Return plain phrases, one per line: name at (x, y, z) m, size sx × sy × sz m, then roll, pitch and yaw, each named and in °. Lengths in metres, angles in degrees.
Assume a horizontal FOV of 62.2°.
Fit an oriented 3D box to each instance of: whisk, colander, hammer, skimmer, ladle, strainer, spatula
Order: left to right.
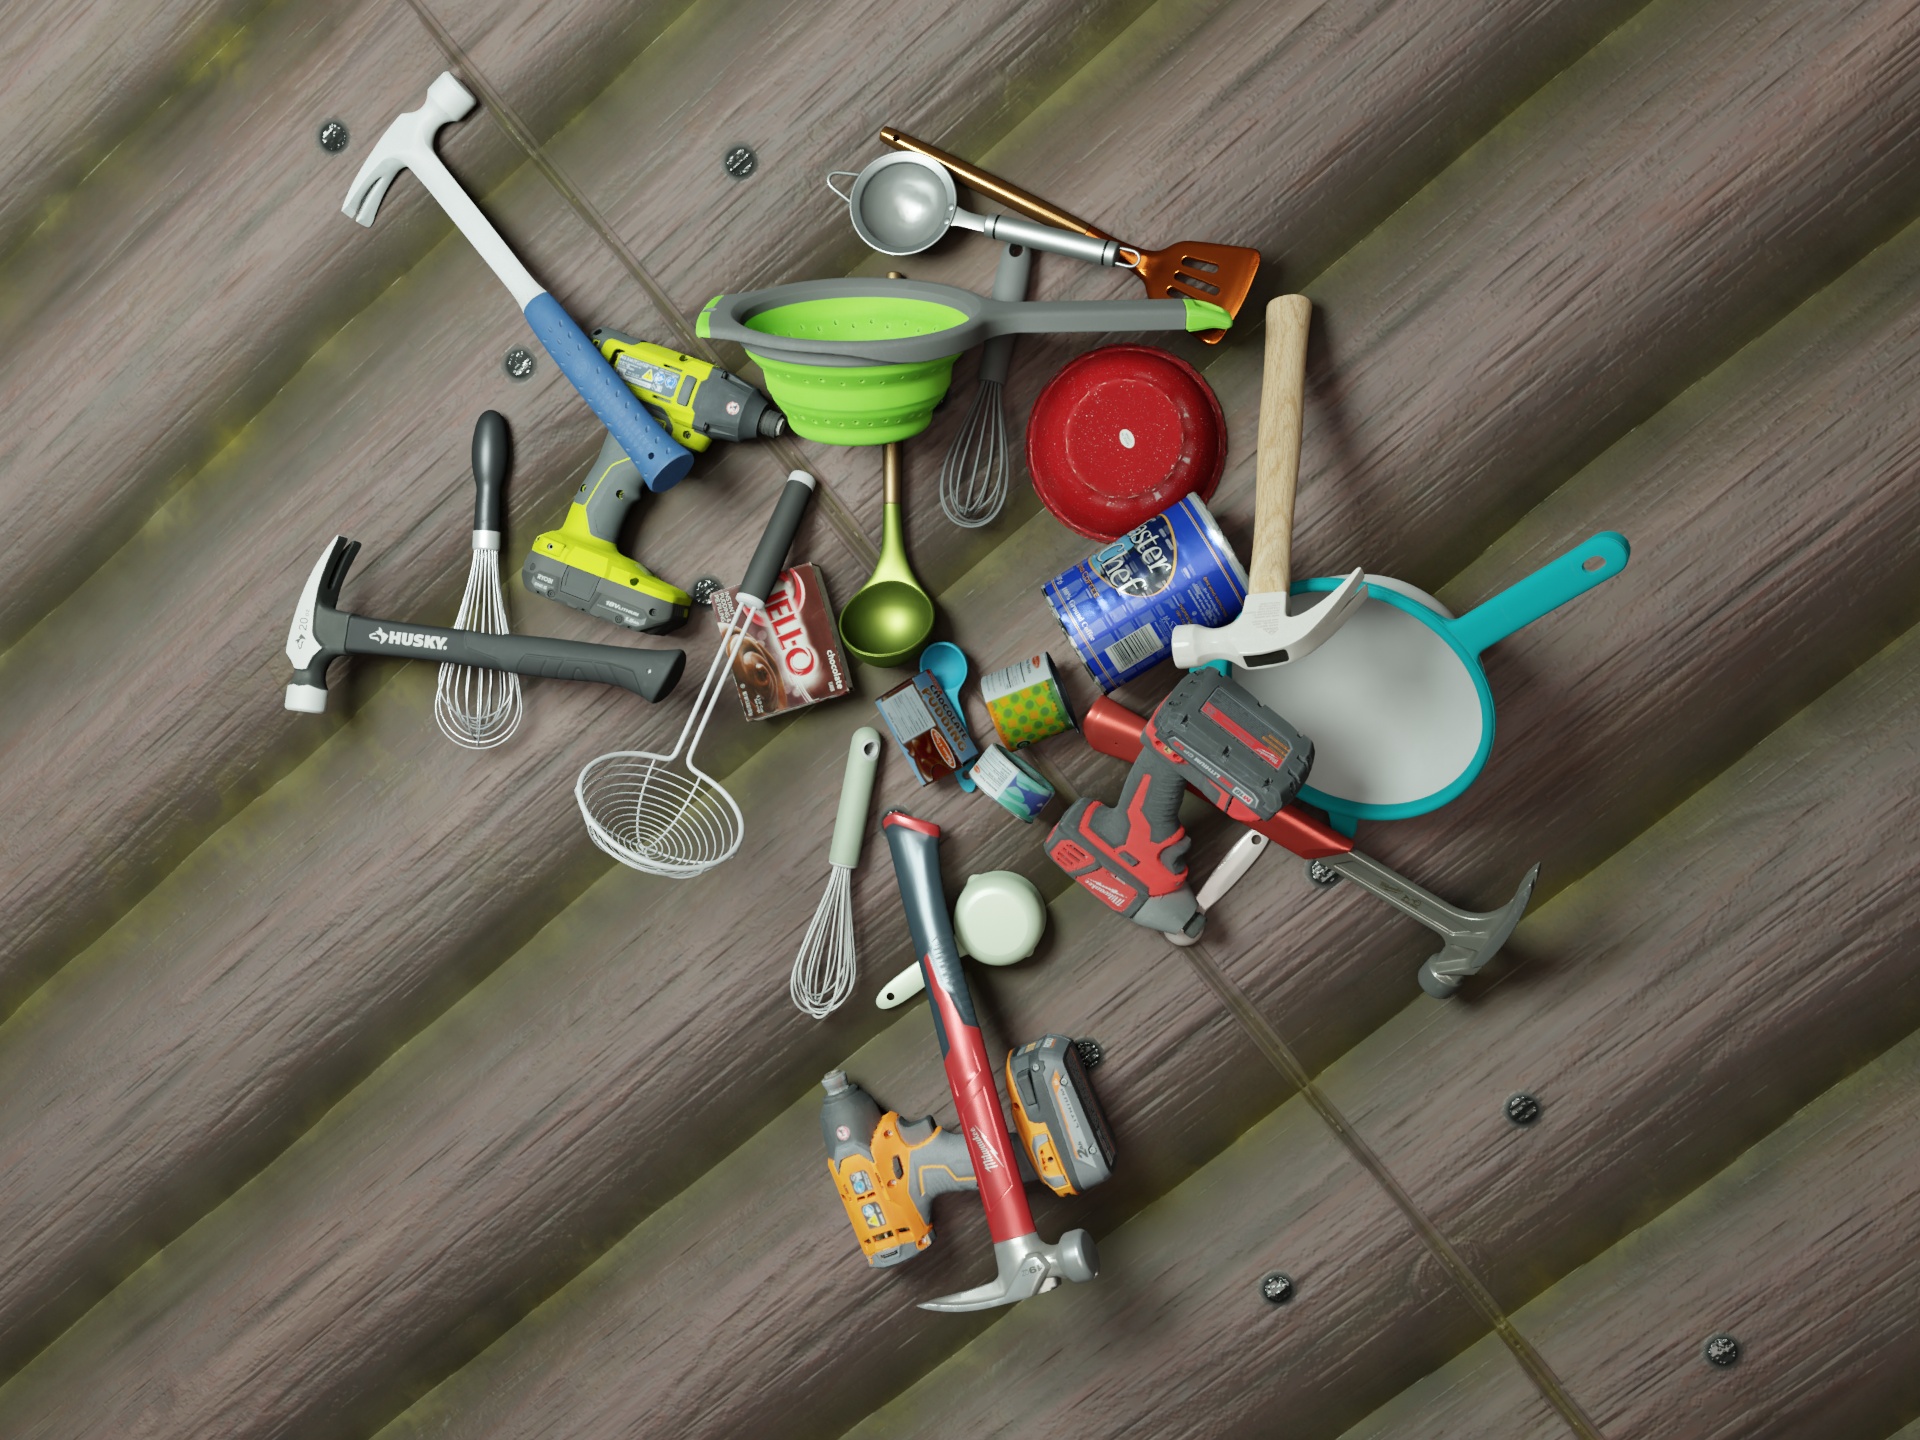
whisk at (-0.397, -0.118, 1.332) m, size 0.070 × 0.070 × 0.284 m, roll 3°, pitch 90°, yaw 7°
hammer at (-0.381, -0.062, 1.279) m, size 0.335 × 0.035 × 0.146 m, roll 7°, pitch 86°, yaw 11°
hammer at (-0.349, -0.336, 1.272) m, size 0.144 × 0.035 × 0.406 m, roll -42°, pitch 75°, yaw 9°
skimmer at (-0.178, -0.048, 1.216) m, size 0.127 × 0.090 × 0.363 m, roll 23°, pitch 69°, yaw -9°
whisk at (-0.099, 0.126, 1.319) m, size 0.057 × 0.059 × 0.246 m, roll 10°, pitch 92°, yaw -31°
ladle at (-0.057, -0.202, 1.281) m, size 0.078 × 0.062 × 0.320 m, roll 1°, pitch 92°, yaw 9°
hammer at (-0.012, 0.261, 1.256) m, size 0.143 × 0.038 × 0.387 m, roll -22°, pitch 72°, yaw 18°
colander at (0.004, -0.268, 1.205) m, size 0.397 × 0.205 × 0.094 m, roll -1°, pitch 118°, yaw 0°
strainer at (0.018, -0.387, 1.247) m, size 0.258 × 0.050 × 0.087 m, roll 18°, pitch 86°, yaw 15°
whisk at (0.028, -0.271, 1.269) m, size 0.055 × 0.055 × 0.239 m, roll 11°, pitch 91°, yaw 6°
spatula at (0.078, -0.397, 1.255) m, size 0.322 × 0.041 × 0.081 m, roll 28°, pitch 98°, yaw 5°
hammer at (0.235, -0.183, 1.166) m, size 0.130 × 0.031 × 0.332 m, roll -3°, pitch 59°, yaw 23°
hammer at (0.259, 0.077, 1.238) m, size 0.359 × 0.037 × 0.149 m, roll 31°, pitch 134°, yaw 11°
strainer at (0.346, -0.061, 1.164) m, size 0.211 × 0.095 × 0.340 m, roll 48°, pitch 135°, yaw -6°

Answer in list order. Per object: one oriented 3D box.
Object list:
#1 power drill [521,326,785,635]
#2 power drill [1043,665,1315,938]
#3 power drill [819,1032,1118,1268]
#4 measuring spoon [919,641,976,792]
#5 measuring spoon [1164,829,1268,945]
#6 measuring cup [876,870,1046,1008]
power drill at (-0.252, -0.189, 1.296) m, size 0.171 × 0.080 × 0.223 m, roll 21°, pitch 93°, yaw 6°
power drill at (0.168, 0.075, 1.220) m, size 0.143 × 0.078 × 0.219 m, roll 39°, pitch 134°, yaw 6°
power drill at (-0.003, 0.337, 1.304) m, size 0.226 × 0.084 × 0.164 m, roll -23°, pitch 89°, yaw 12°
measuring spoon at (-0.002, -0.004, 1.311) m, size 0.042 × 0.021 × 0.128 m, roll -6°, pitch 103°, yaw 25°
measuring spoon at (0.210, 0.133, 1.291) m, size 0.034 × 0.018 × 0.124 m, roll 39°, pitch 97°, yaw 3°
measuring cup at (-0.004, 0.191, 1.311) m, size 0.167 × 0.038 × 0.083 m, roll -37°, pitch 89°, yaw 6°
